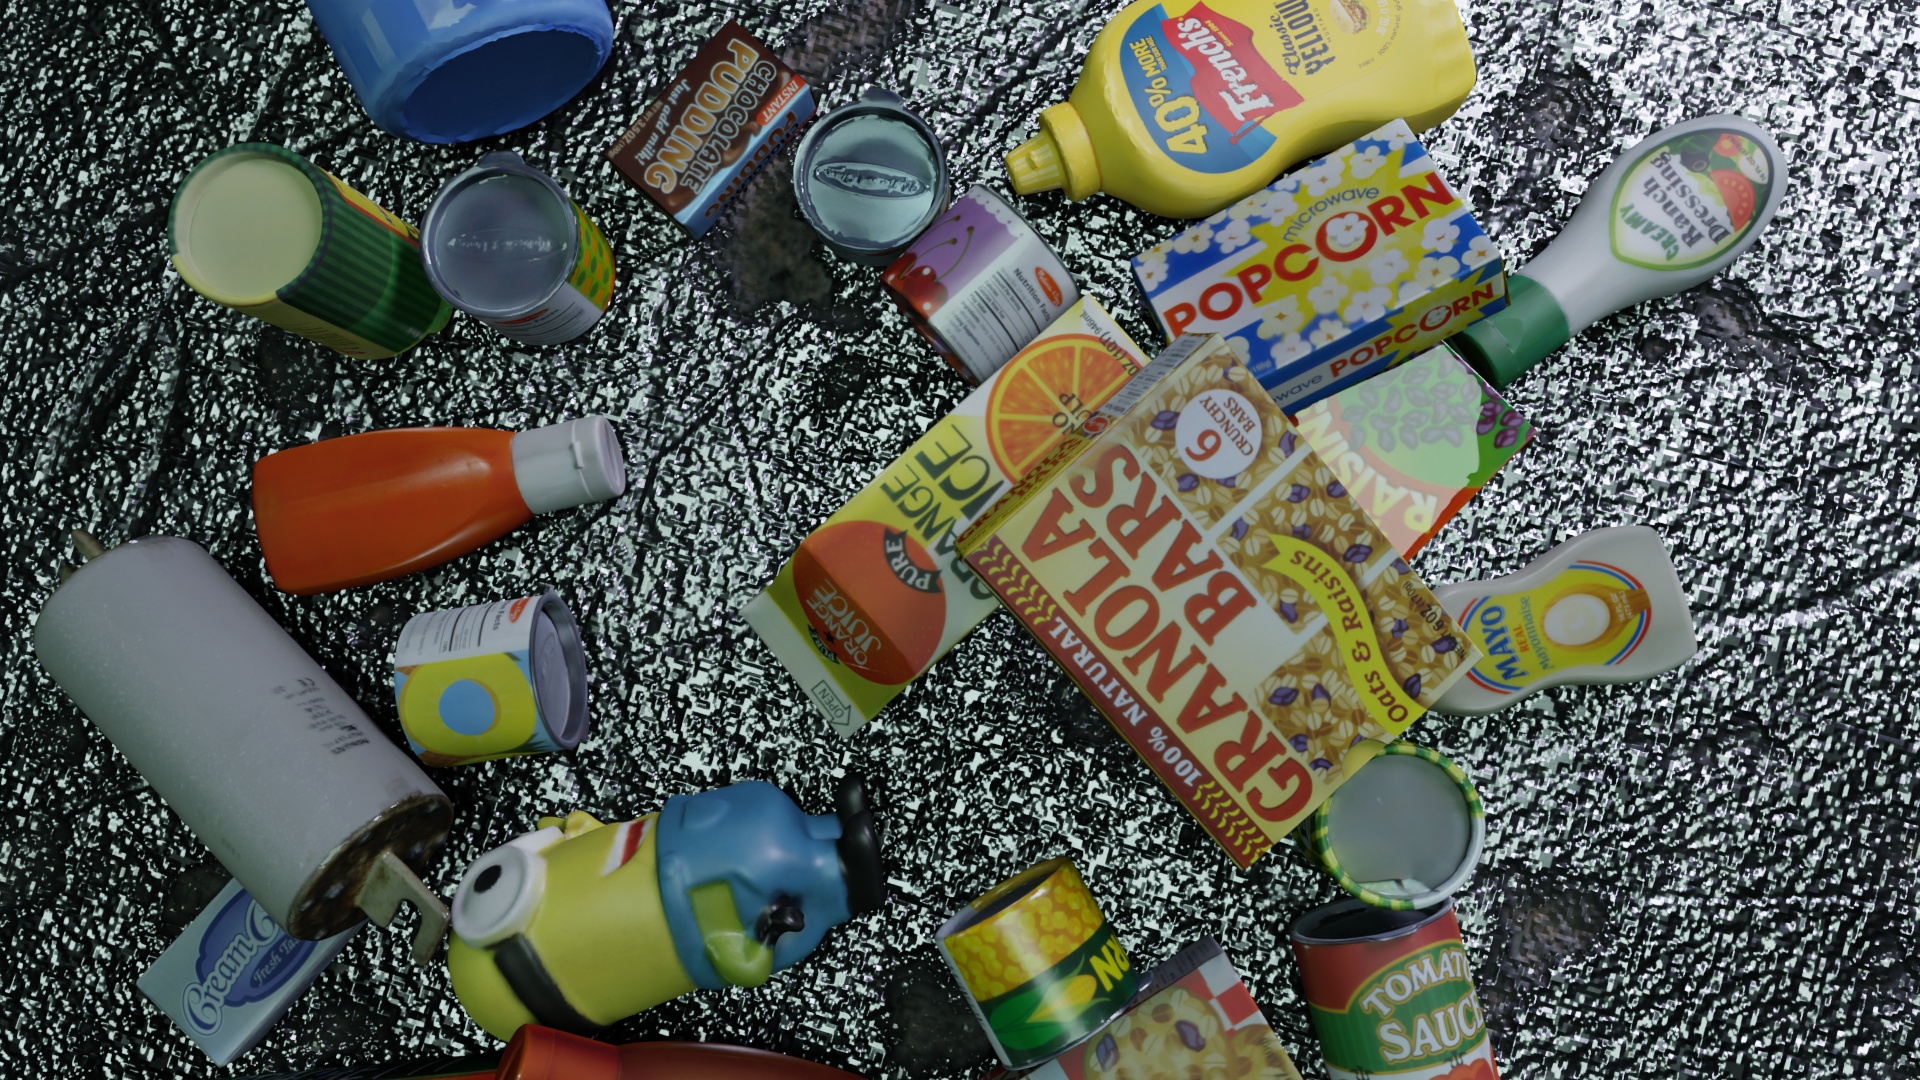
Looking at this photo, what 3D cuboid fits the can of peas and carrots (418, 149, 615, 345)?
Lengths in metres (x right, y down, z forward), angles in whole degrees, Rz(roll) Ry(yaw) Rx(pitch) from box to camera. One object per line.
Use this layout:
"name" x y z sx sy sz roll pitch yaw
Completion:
"can of peas and carrots" -0.188 -0.123 0.595 0.071 0.058 0.071 0 86 2

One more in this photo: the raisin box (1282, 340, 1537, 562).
"raisin box" 0.164 -0.030 0.586 0.123 0.040 0.086 -45 86 -2

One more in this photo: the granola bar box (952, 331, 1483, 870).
"granola bar box" 0.097 0.023 0.525 0.124 0.039 0.165 -42 101 0

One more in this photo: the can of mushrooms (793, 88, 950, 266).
"can of mushrooms" -0.037 -0.157 0.605 0.071 0.033 0.071 0 86 3

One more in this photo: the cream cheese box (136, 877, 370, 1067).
"cream cheese box" -0.295 0.168 0.596 0.053 0.024 0.104 43 88 5

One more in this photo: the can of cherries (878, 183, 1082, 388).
"can of cherries" 0.007 -0.107 0.586 0.058 0.071 0.071 -44 86 0

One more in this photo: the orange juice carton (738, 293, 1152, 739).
"orange juice carton" 0.002 -0.007 0.573 0.193 0.073 0.072 -41 87 -1

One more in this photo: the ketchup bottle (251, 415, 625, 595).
"ketchup bottle" -0.222 -0.021 0.597 0.149 0.043 0.064 -12 87 1

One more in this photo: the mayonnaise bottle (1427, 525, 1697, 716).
"mayonnaise bottle" 0.222 0.042 0.578 0.148 0.041 0.065 -17 85 1

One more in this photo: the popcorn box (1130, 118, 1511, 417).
"popcorn box" 0.143 -0.105 0.566 0.126 0.038 0.085 -26 56 11

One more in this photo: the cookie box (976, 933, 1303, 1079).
"cookie box" 0.068 0.261 0.570 0.167 0.040 0.123 -32 85 -1

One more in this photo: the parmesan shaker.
"parmesan shaker" -0.264 -0.116 0.575 0.071 0.103 0.071 0 86 2

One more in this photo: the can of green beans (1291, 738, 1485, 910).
"can of green beans" 0.172 0.113 0.566 0.071 0.058 0.071 0 86 2

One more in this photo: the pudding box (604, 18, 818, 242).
"pudding box" -0.108 -0.179 0.611 0.049 0.030 0.084 43 89 3

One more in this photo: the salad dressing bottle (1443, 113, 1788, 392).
"salad dressing bottle" 0.273 -0.119 0.586 0.148 0.044 0.064 -36 85 0

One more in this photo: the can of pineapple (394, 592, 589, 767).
"can of pineapple" -0.194 0.060 0.580 0.058 0.071 0.071 -9 86 2

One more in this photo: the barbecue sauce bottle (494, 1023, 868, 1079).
"barbecue sauce bottle" -0.107 0.227 0.547 0.148 0.044 0.064 25 98 -21

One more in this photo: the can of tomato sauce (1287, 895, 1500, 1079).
"can of tomato sauce" 0.175 0.190 0.555 0.071 0.071 0.083 -14 86 1

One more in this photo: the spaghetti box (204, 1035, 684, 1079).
"spaghetti box" -0.239 0.248 0.586 0.250 0.028 0.050 -6 86 2

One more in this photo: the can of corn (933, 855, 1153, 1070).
"can of corn" 0.033 0.169 0.563 0.071 0.071 0.058 -30 85 0
